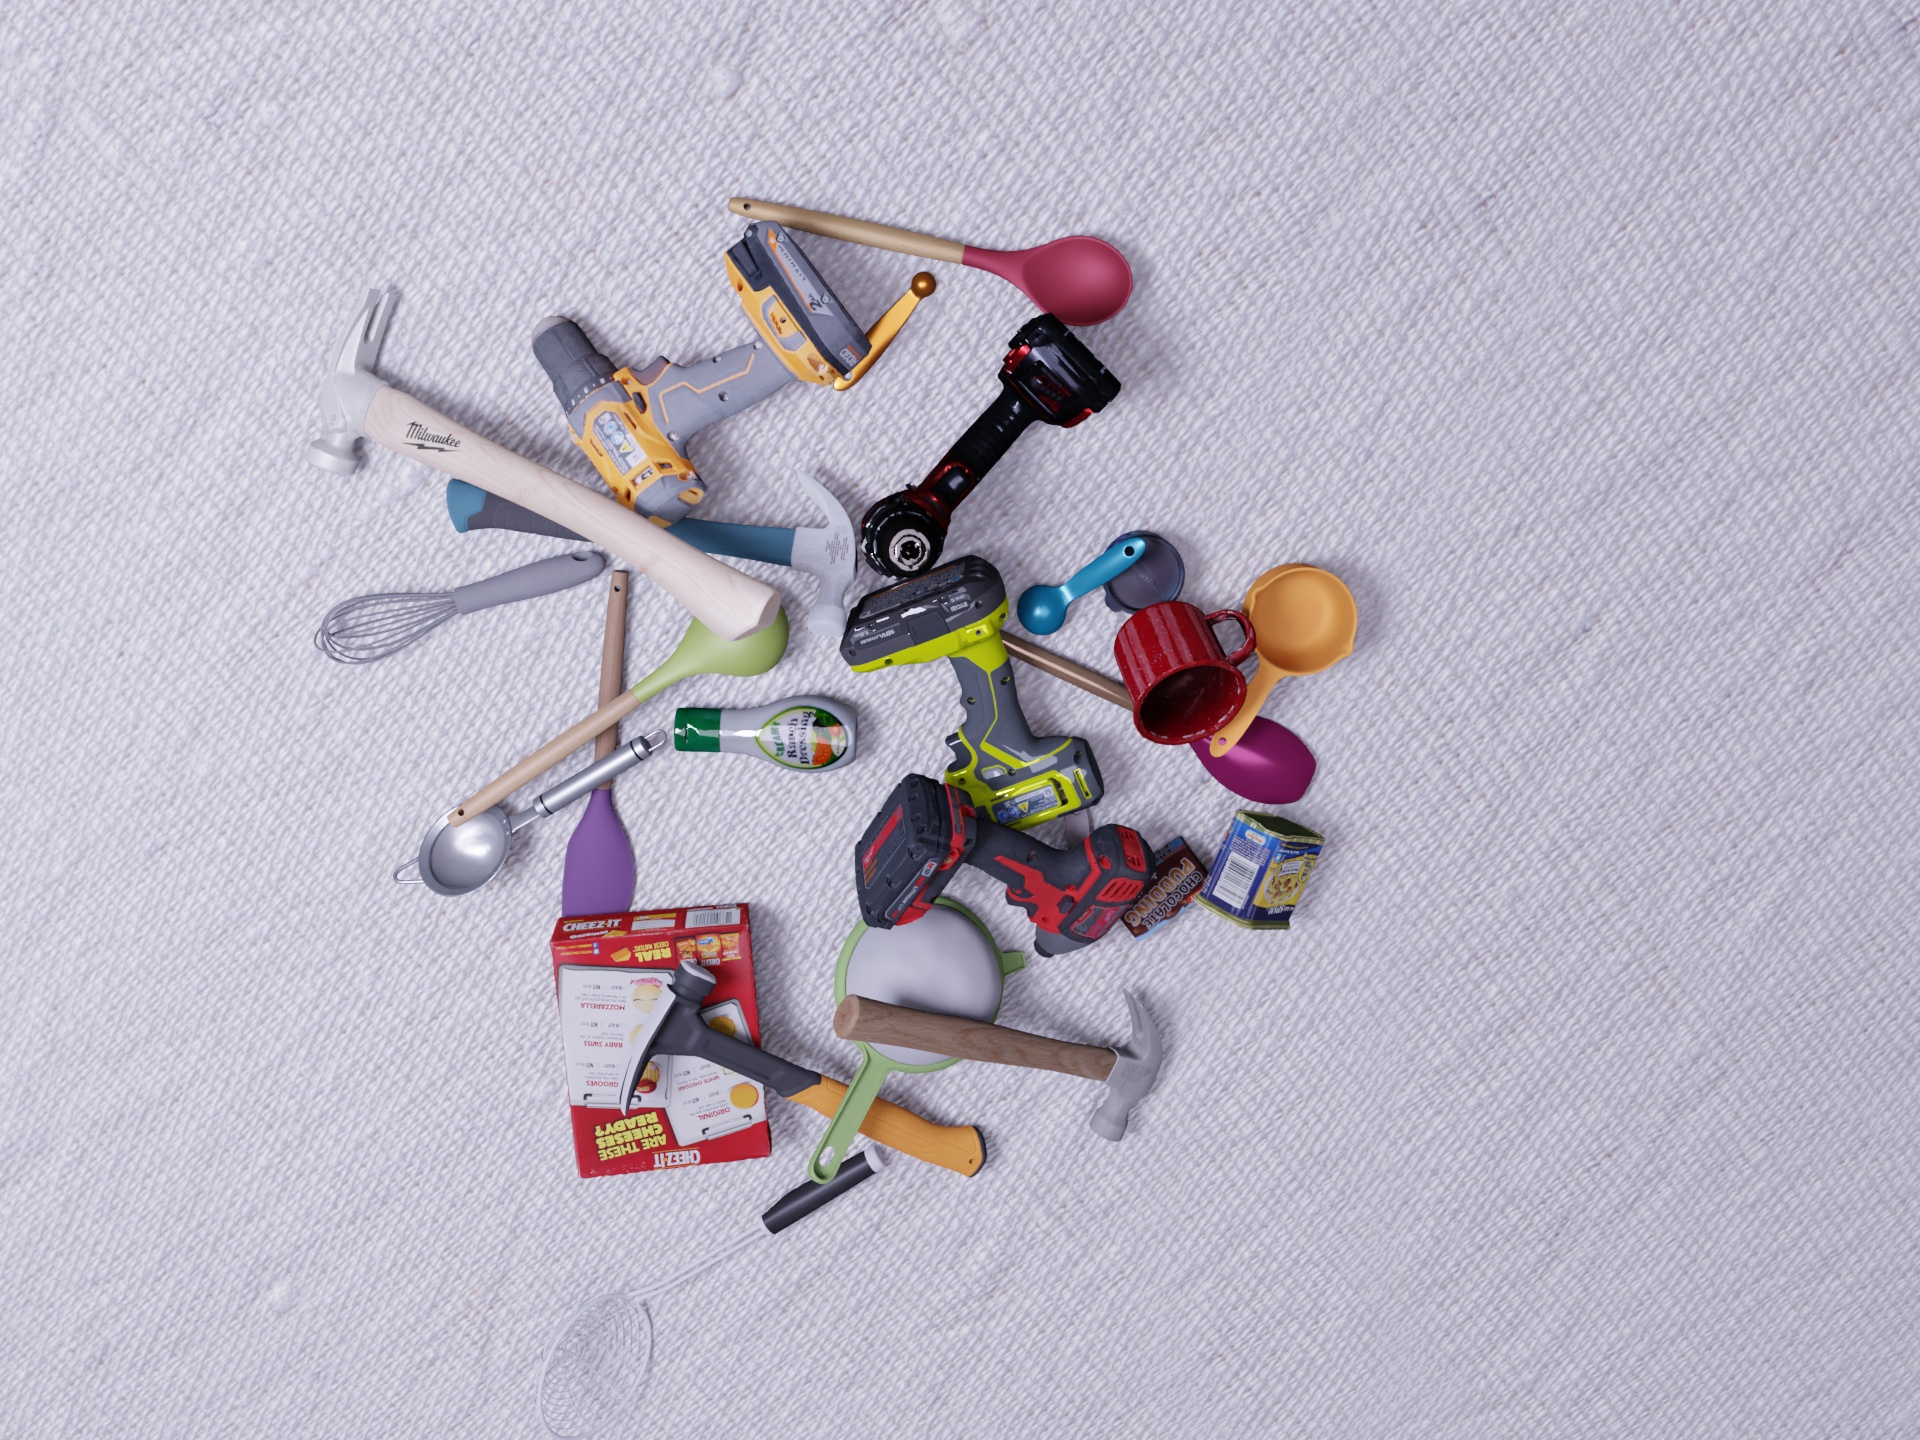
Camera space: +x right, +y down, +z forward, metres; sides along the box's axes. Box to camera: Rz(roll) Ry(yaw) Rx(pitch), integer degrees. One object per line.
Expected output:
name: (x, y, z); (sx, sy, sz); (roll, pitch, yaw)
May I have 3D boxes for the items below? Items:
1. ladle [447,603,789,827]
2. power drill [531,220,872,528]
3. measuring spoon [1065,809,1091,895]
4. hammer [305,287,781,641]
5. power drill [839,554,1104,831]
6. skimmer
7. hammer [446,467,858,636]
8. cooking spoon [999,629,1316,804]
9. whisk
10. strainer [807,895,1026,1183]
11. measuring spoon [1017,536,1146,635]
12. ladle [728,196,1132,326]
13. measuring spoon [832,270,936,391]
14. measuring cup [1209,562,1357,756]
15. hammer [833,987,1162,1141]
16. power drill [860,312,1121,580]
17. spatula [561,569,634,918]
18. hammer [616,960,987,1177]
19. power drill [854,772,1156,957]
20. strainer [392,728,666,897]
ladle: (-0.277, -0.005, 1.282); (0.320, 0.062, 0.078); (-34, 81, 6)
power drill: (-0.205, -0.279, 1.205); (0.226, 0.084, 0.185); (-37, 81, 8)
measuring spoon: (0.103, 0.122, 1.353); (0.034, 0.018, 0.124); (-3, 97, 11)
hammer: (-0.307, -0.179, 1.181); (0.411, 0.038, 0.146); (28, 105, 15)
power drill: (-0.002, -0.004, 1.279); (0.171, 0.080, 0.223); (-20, 111, 12)
skimmer: (-0.213, 0.500, 1.397); (0.363, 0.090, 0.127); (-32, 135, 4)
hammer: (-0.243, -0.149, 1.247); (0.331, 0.033, 0.128); (8, 71, 3)
cooking spoon: (0.149, -0.012, 1.316); (0.319, 0.017, 0.069); (25, 95, -6)
whisk: (-0.400, -0.095, 1.272); (0.239, 0.055, 0.055); (-16, 104, -1)
strainer: (-0.049, 0.263, 1.300); (0.151, 0.069, 0.256); (34, 73, -15)
measuring spoon: (0.094, -0.108, 1.264); (0.128, 0.021, 0.042); (-33, 88, 31)
ladle: (-0.023, -0.363, 1.224); (0.315, 0.031, 0.069); (12, 94, -2)
measuring spoon: (-0.061, -0.303, 1.245); (0.021, 0.011, 0.117); (40, 100, -10)
measuring cup: (0.249, -0.049, 1.294); (0.095, 0.052, 0.173); (30, 103, -8)
hammer: (0.039, 0.264, 1.299); (0.331, 0.031, 0.130); (19, 99, -36)
power drill: (0.012, -0.194, 1.187); (0.080, 0.188, 0.226); (43, 95, -11)
spatula: (-0.293, 0.031, 1.318); (0.059, 0.018, 0.316); (6, 105, -6)
hammer: (-0.119, 0.321, 1.333); (0.336, 0.034, 0.127); (29, 88, -25)
power drill: (0.033, 0.128, 1.275); (0.219, 0.079, 0.143); (15, 131, -24)
strainer: (-0.347, 0.076, 1.307); (0.258, 0.050, 0.087); (-30, 57, 9)
